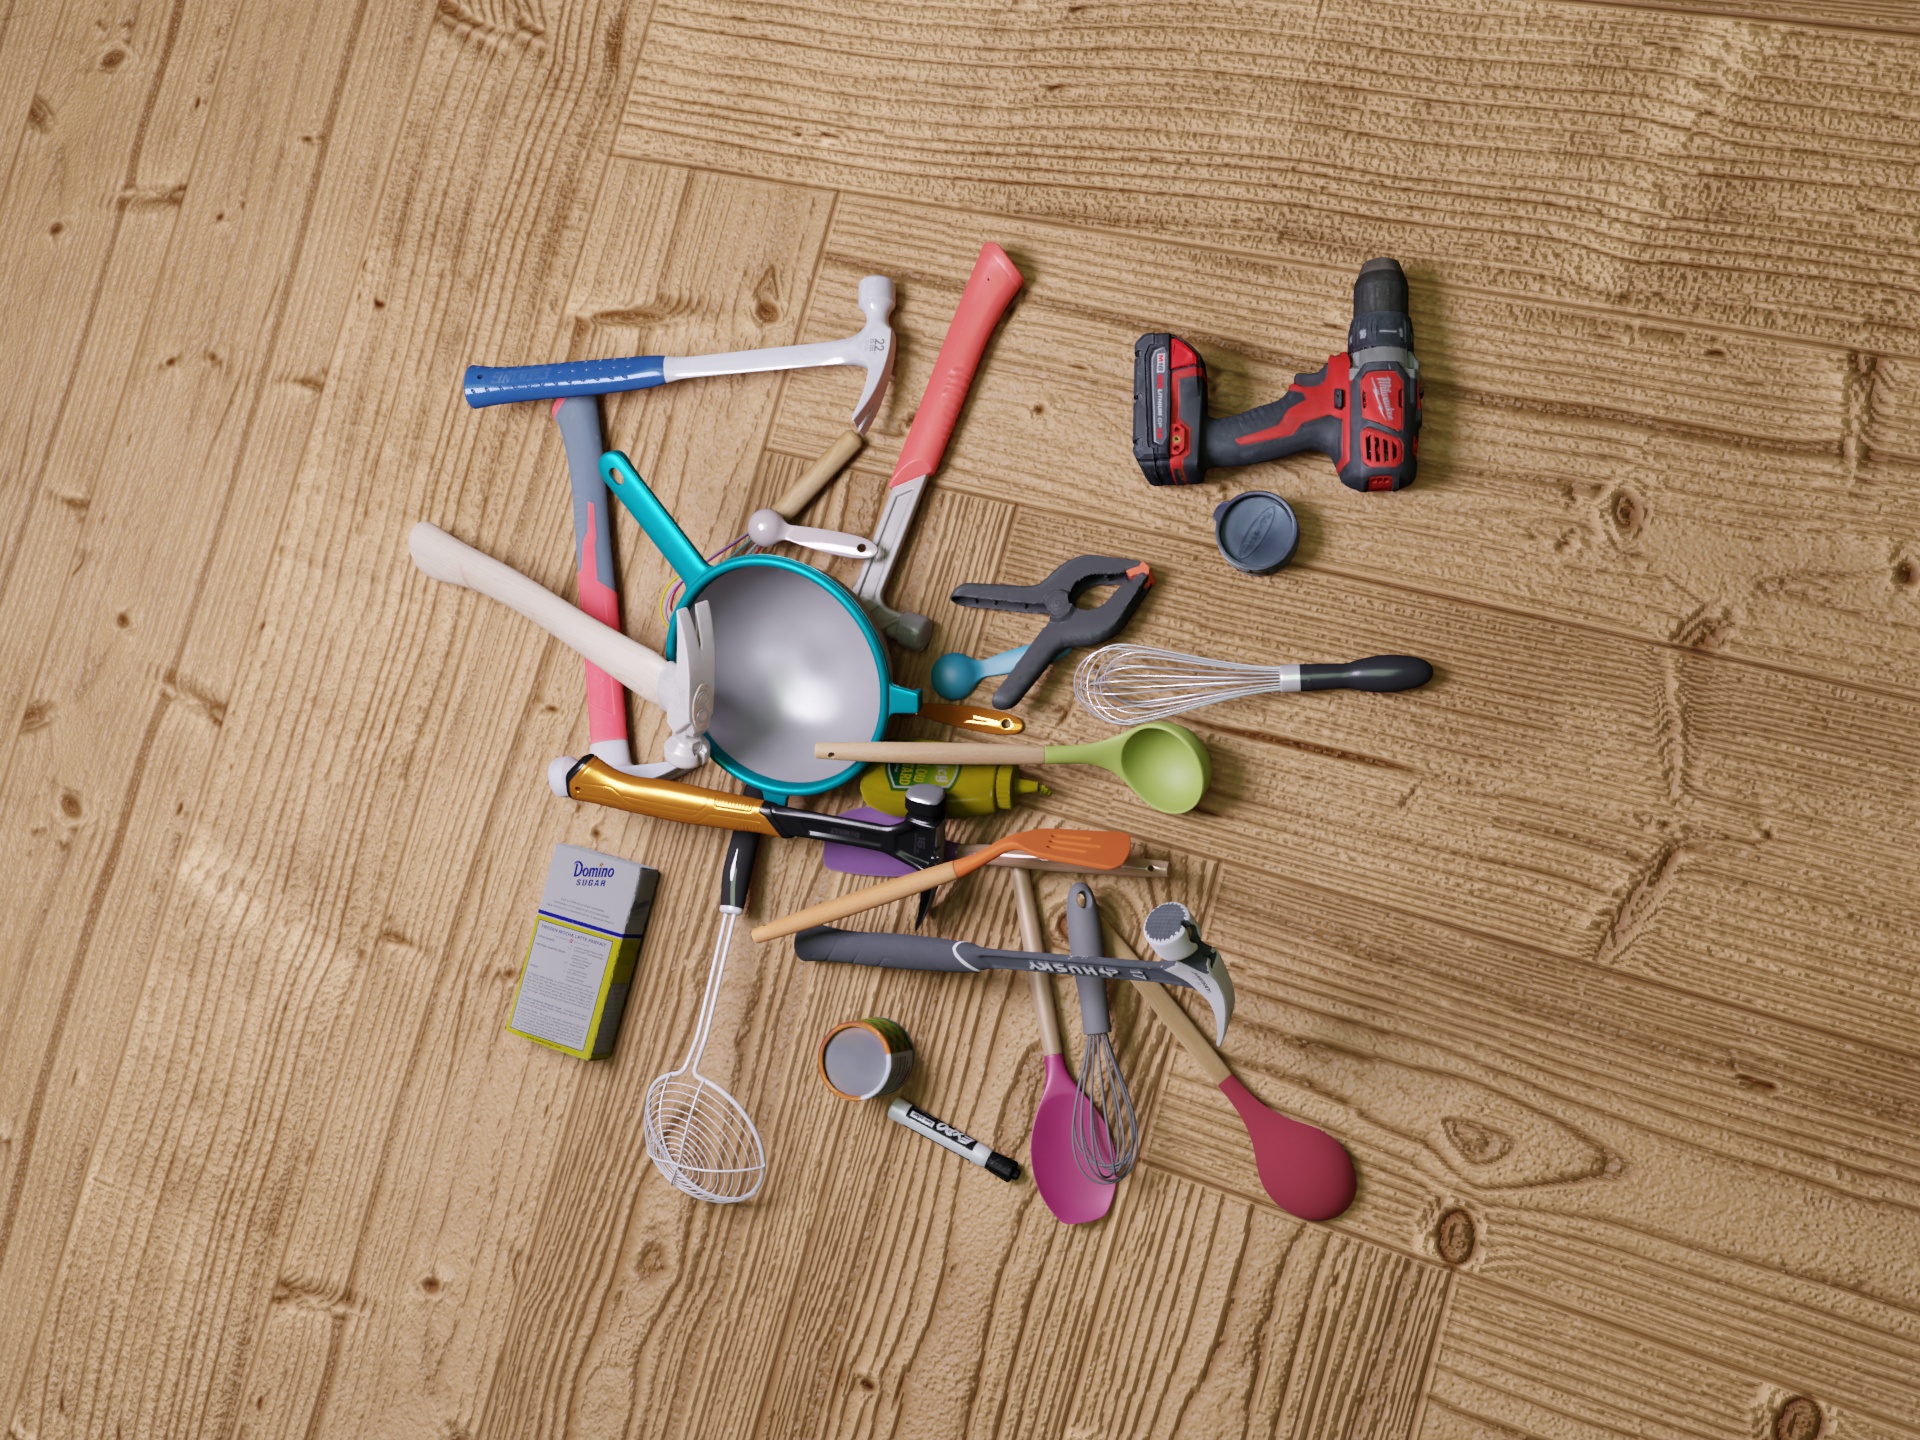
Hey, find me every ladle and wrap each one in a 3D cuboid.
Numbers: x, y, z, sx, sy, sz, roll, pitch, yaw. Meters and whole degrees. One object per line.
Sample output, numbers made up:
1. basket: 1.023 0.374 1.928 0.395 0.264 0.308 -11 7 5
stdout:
1. ladle: 0.195 0.264 1.265 0.069 0.031 0.316 -43 71 9
2. ladle: 0.042 0.034 1.282 0.320 0.062 0.078 1 120 0

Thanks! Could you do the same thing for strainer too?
1. strainer: -0.178 -0.099 1.358 0.211 0.095 0.340 -38 90 30

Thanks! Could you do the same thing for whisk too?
1. whisk: 0.106 0.249 1.273 0.055 0.055 0.239 -9 79 16
2. whisk: -0.180 -0.171 1.429 0.245 0.051 0.047 -45 67 4
3. whisk: 0.232 -0.032 1.279 0.284 0.070 0.070 -2 82 12

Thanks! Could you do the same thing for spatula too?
1. spatula: 0.023 0.110 1.325 0.316 0.018 0.060 3 85 25
2. spatula: -0.022 0.136 1.280 0.322 0.081 0.041 -20 100 16

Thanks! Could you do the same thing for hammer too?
1. hammer: -0.177 0.086 1.348 0.337 0.034 0.127 10 117 12
2. hammer: -0.257 -0.315 1.444 0.405 0.035 0.144 -3 73 11
3. hammer: -0.362 -0.104 1.408 0.411 0.038 0.146 28 125 32
4. hammer: -0.322 -0.129 1.469 0.143 0.038 0.386 -9 80 15
5. hammer: 0.027 0.189 1.252 0.409 0.149 0.036 -2 50 37
6. hammer: -0.038 -0.248 1.398 0.149 0.036 0.359 21 90 18

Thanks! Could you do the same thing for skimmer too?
1. skimmer: -0.196 0.231 1.387 0.127 0.090 0.363 1 72 32

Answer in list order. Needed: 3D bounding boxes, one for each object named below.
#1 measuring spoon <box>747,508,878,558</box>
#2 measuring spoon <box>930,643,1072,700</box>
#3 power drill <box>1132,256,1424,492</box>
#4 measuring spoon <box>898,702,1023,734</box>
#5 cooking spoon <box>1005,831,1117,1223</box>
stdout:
1. measuring spoon: -0.130 -0.161 1.386 0.124 0.018 0.034 14 83 16
2. measuring spoon: 0.033 -0.050 1.356 0.128 0.021 0.042 -15 79 15
3. power drill: 0.258 -0.277 1.291 0.227 0.080 0.188 0 83 14
4. measuring spoon: -0.002 -0.004 1.367 0.117 0.011 0.021 10 86 18
5. cooking spoon: 0.072 0.249 1.307 0.068 0.017 0.319 -9 79 -5
